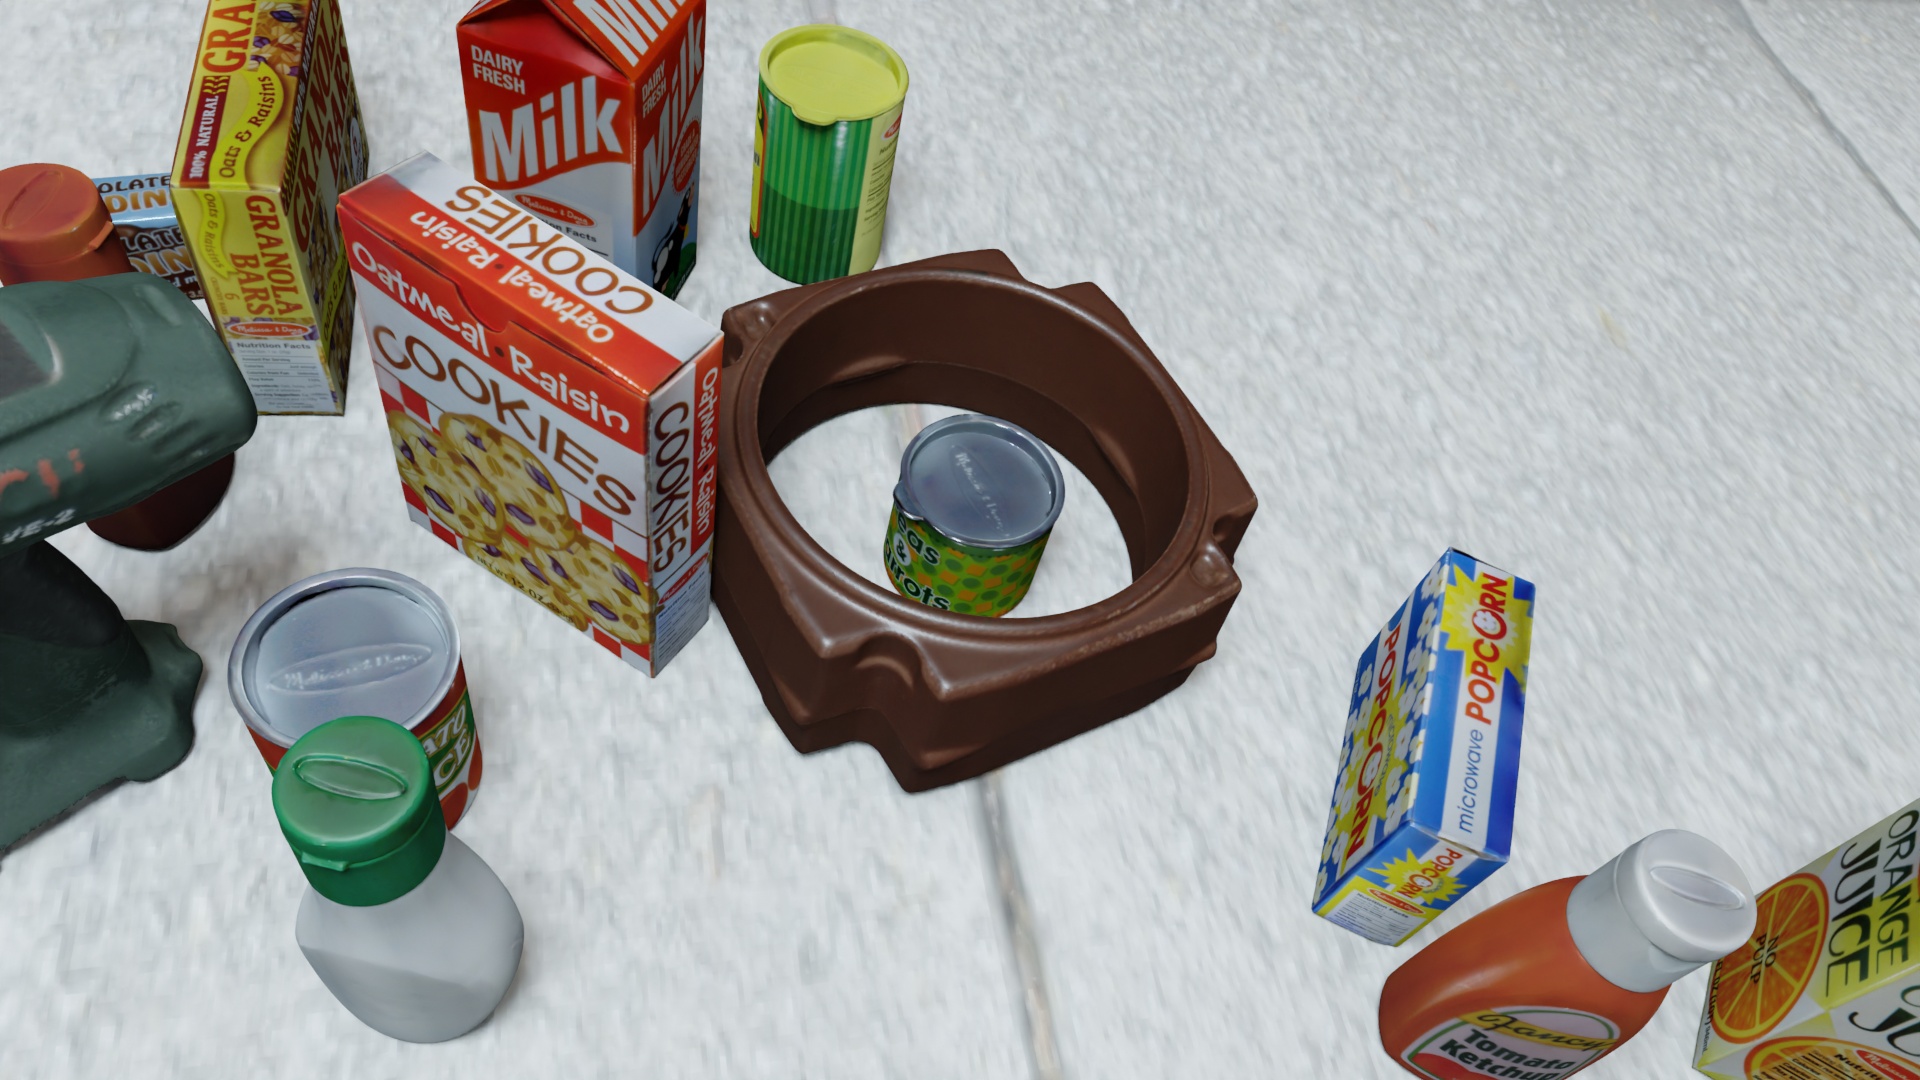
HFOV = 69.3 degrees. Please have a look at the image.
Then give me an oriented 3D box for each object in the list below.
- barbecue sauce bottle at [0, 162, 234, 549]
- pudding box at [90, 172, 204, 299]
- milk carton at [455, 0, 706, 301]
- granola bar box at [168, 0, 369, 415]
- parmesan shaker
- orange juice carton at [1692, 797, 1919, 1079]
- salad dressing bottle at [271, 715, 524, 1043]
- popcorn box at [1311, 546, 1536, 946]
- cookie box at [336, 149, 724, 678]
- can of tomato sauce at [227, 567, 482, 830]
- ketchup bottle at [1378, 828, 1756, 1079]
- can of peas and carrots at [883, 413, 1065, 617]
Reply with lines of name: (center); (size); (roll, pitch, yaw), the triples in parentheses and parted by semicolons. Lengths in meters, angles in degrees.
barbecue sauce bottle: (-0.297, -0.062, 0.485); (0.044, 0.147, 0.065); (13, 53, -3)
pudding box: (-0.349, -0.126, 0.581); (0.084, 0.049, 0.030); (-10, 57, -19)
milk carton: (-0.152, -0.173, 0.571); (0.073, 0.189, 0.073); (19, 53, 1)
granola bar box: (-0.278, -0.153, 0.570); (0.039, 0.123, 0.166); (-2, 55, -14)
parmesan shaker: (-0.065, -0.175, 0.647); (0.071, 0.102, 0.071); (6, 54, -8)
orange juice carton: (0.333, 0.135, 0.452); (0.073, 0.191, 0.072); (29, 54, 9)
salad dressing bottle: (-0.161, 0.100, 0.396); (0.064, 0.146, 0.044); (14, 53, -2)
popcorn box: (0.176, 0.078, 0.526); (0.038, 0.084, 0.127); (21, 53, 3)
cookie box: (-0.146, -0.036, 0.487); (0.123, 0.166, 0.040); (32, 54, 11)
can of tomato sauce: (-0.195, 0.061, 0.458); (0.071, 0.082, 0.071); (6, 54, -8)
ketchup bottle: (0.192, 0.138, 0.446); (0.065, 0.148, 0.044); (17, 53, 0)
can of peas and carrots: (0.002, -0.007, 0.567); (0.071, 0.058, 0.071); (6, 53, -8)
